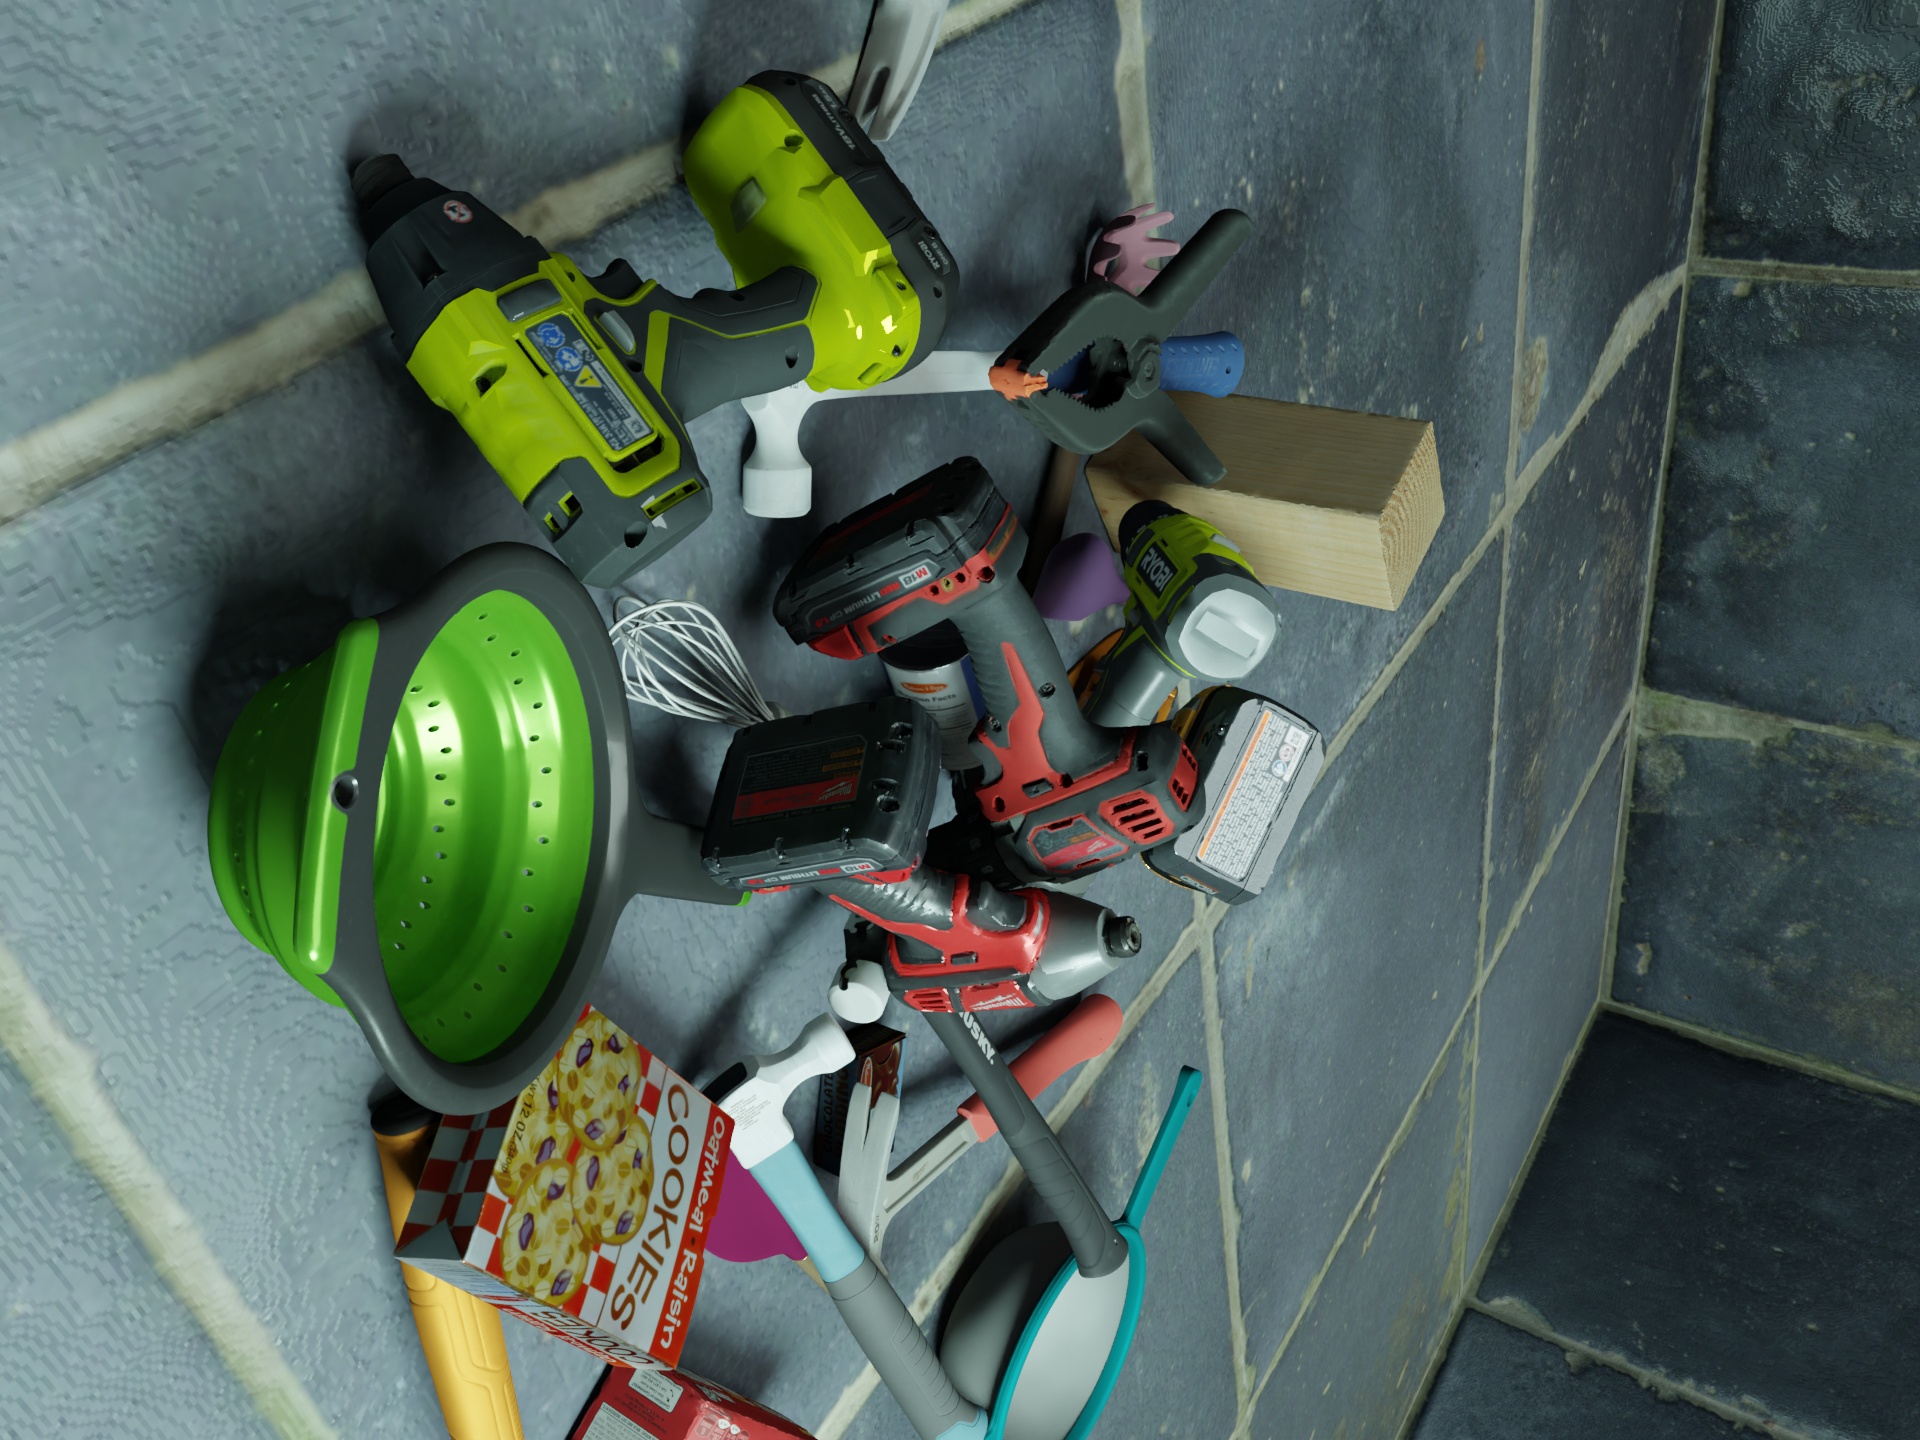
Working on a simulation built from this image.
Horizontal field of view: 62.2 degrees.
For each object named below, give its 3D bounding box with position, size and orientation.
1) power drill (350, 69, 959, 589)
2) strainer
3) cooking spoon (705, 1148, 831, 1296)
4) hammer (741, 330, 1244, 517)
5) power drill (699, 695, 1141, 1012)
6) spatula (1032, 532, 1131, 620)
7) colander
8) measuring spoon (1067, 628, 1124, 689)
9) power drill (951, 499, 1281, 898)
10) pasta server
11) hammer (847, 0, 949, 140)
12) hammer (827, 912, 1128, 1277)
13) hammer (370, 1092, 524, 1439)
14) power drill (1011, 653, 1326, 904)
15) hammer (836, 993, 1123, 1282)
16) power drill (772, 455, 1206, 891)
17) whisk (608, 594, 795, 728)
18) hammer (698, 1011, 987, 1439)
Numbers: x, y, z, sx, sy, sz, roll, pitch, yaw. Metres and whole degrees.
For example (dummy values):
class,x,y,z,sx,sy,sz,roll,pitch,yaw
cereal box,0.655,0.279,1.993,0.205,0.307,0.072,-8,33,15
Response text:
class,x,y,z,sx,sy,sz,roll,pitch,yaw
power drill,-0.115,-0.173,0.635,0.171,0.080,0.223,54,48,-6
strainer,0.077,0.404,1.202,0.340,0.095,0.210,-61,147,-20
cooking spoon,-0.090,0.337,0.988,0.069,0.017,0.318,-51,141,-20
hammer,0.038,-0.204,0.896,0.405,0.035,0.144,-15,115,-46
power drill,-0.012,0.081,0.786,0.219,0.143,0.079,45,45,-44
spatula,0.124,-0.090,1.114,0.315,0.018,0.060,2,111,-63
colander,-0.187,0.049,0.663,0.397,0.094,0.204,38,56,-75
measuring spoon,0.093,-0.037,1.118,0.117,0.011,0.021,-38,133,-44
power drill,0.088,-0.022,0.953,0.080,0.191,0.228,27,108,-19
pasta server,0.074,-0.169,1.007,0.060,0.040,0.316,8,98,-51
hammer,-0.116,-0.379,0.623,0.386,0.038,0.143,18,90,-58
hammer,0.026,0.226,0.983,0.334,0.035,0.146,60,30,-27
hammer,-0.219,0.325,0.712,0.127,0.034,0.336,-20,108,-41
power drill,0.115,0.054,1.016,0.084,0.226,0.185,28,86,-22
hammer,0.025,0.251,1.077,0.359,0.037,0.149,-22,122,-59
power drill,-0.001,-0.003,0.832,0.226,0.188,0.080,54,32,-20
whisk,-0.104,-0.001,0.804,0.059,0.058,0.246,-37,149,6
hammer,-0.060,0.318,0.905,0.128,0.033,0.330,-30,119,-9
